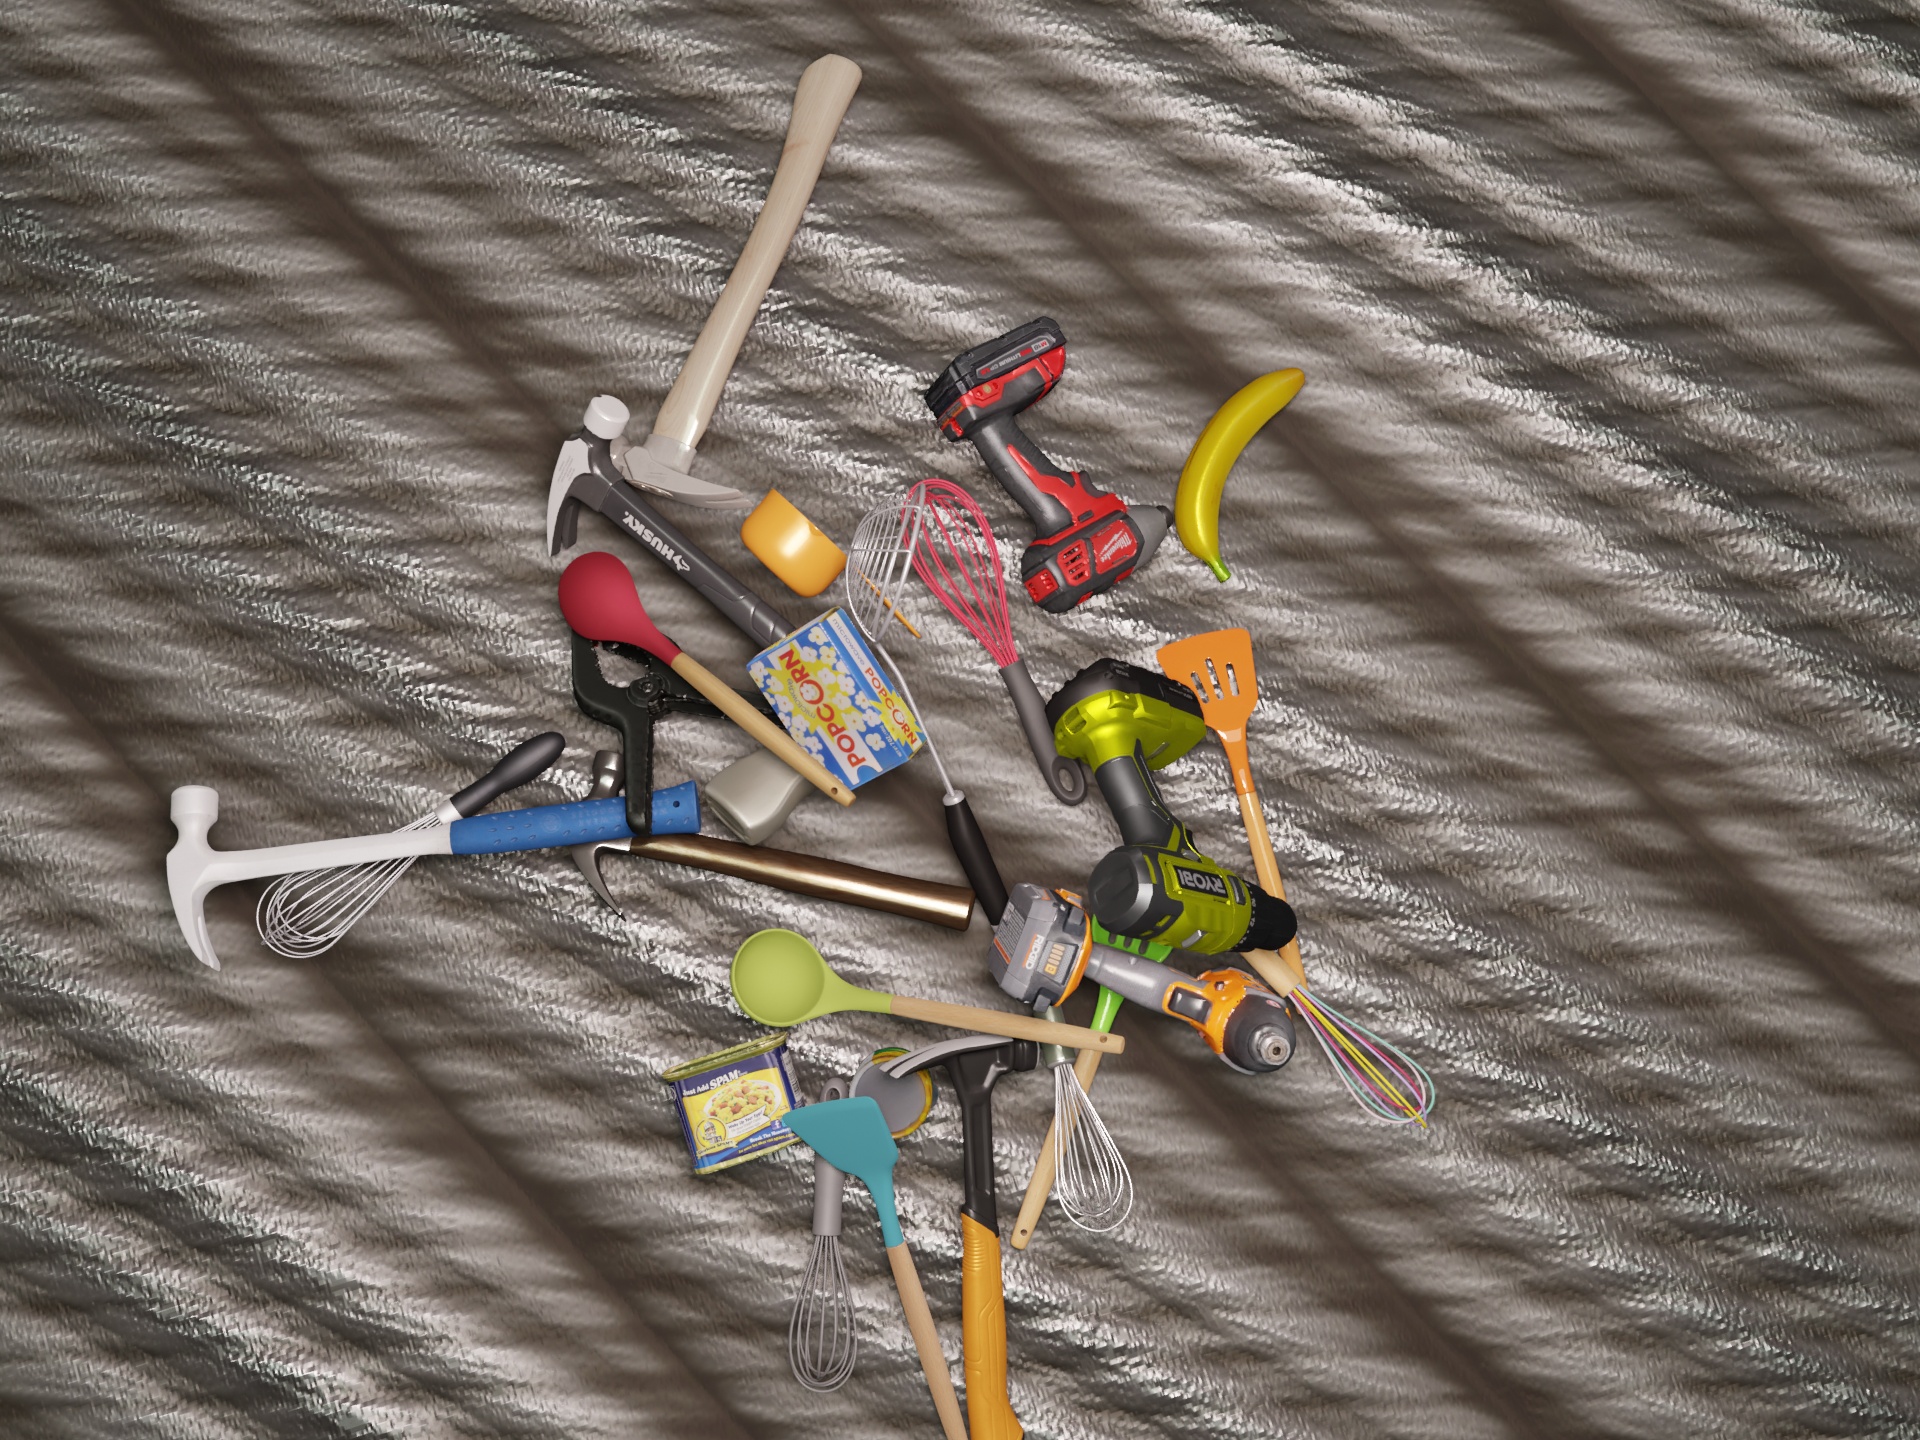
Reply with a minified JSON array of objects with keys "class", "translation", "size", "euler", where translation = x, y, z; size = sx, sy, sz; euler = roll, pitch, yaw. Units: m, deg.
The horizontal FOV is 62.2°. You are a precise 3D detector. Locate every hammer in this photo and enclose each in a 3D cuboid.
[{"class":"hammer","translation":[0.010,0.415,1.237],"size":[0.127,0.034,0.337],"euler":[-5,93,-27]},{"class":"hammer","translation":[-0.195,-0.102,1.277],"size":[0.335,0.035,0.146],"euler":[40,126,4]},{"class":"hammer","translation":[-0.153,0.121,1.282],"size":[0.331,0.031,0.130],"euler":[12,73,2]},{"class":"hammer","translation":[-0.407,0.099,1.242],"size":[0.405,0.035,0.144],"euler":[-7,69,-5]},{"class":"hammer","translation":[-0.166,-0.373,1.335],"size":[0.146,0.038,0.411],"euler":[19,81,21]}]

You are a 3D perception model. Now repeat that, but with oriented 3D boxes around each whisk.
[{"class":"whisk","translation":[-0.103,0.406,1.262],"size":[0.055,0.055,0.239],"euler":[2,79,-1]},{"class":"whisk","translation":[-0.441,0.095,1.287],"size":[0.284,0.070,0.070],"euler":[-36,85,-9]},{"class":"whisk","translation":[0.083,0.279,1.257],"size":[0.059,0.057,0.246],"euler":[-10,68,-10]},{"class":"whisk","translation":[0.282,0.229,1.267],"size":[0.245,0.047,0.051],"euler":[46,115,17]},{"class":"whisk","translation":[0.032,-0.063,1.312],"size":[0.073,0.073,0.296],"euler":[-26,91,-3]}]

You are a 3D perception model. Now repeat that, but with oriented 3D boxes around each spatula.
[{"class":"spatula","translation":[0.242,0.083,1.314],"size":[0.081,0.041,0.322],"euler":[-15,88,-1]},{"class":"spatula","translation":[-0.049,0.437,1.239],"size":[0.082,0.044,0.317],"euler":[-16,94,21]}]

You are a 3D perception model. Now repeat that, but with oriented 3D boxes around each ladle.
[{"class":"ladle","translation":[-0.031,0.220,1.229],"size":[0.320,0.062,0.078],"euler":[6,62,21]},{"class":"ladle","translation":[-0.203,-0.031,1.245],"size":[0.315,0.031,0.069],"euler":[38,100,14]}]

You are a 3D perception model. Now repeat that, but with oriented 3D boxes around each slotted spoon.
[{"class":"slotted spoon","translation":[0.101,0.276,1.288],"size":[0.070,0.031,0.314],"euler":[21,86,2]}]

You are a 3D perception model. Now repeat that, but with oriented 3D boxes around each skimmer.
[{"class":"skimmer","translation":[-0.002,-0.004,1.263],"size":[0.090,0.127,0.363],"euler":[-23,102,-2]}]

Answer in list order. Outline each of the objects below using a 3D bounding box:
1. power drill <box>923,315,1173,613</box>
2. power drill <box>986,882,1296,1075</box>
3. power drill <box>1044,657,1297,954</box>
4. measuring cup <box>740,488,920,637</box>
[{"class":"power drill","translation":[0.078,-0.210,1.310],"size":[0.143,0.078,0.219],"euler":[-30,90,-25]},{"class":"power drill","translation":[0.143,0.202,1.199],"size":[0.226,0.164,0.084],"euler":[21,90,-6]},{"class":"power drill","translation":[0.163,0.075,1.225],"size":[0.190,0.080,0.229],"euler":[16,45,-37]},{"class":"measuring cup","translation":[-0.109,-0.113,1.310],"size":[0.052,0.095,0.173],"euler":[-45,105,0]}]
